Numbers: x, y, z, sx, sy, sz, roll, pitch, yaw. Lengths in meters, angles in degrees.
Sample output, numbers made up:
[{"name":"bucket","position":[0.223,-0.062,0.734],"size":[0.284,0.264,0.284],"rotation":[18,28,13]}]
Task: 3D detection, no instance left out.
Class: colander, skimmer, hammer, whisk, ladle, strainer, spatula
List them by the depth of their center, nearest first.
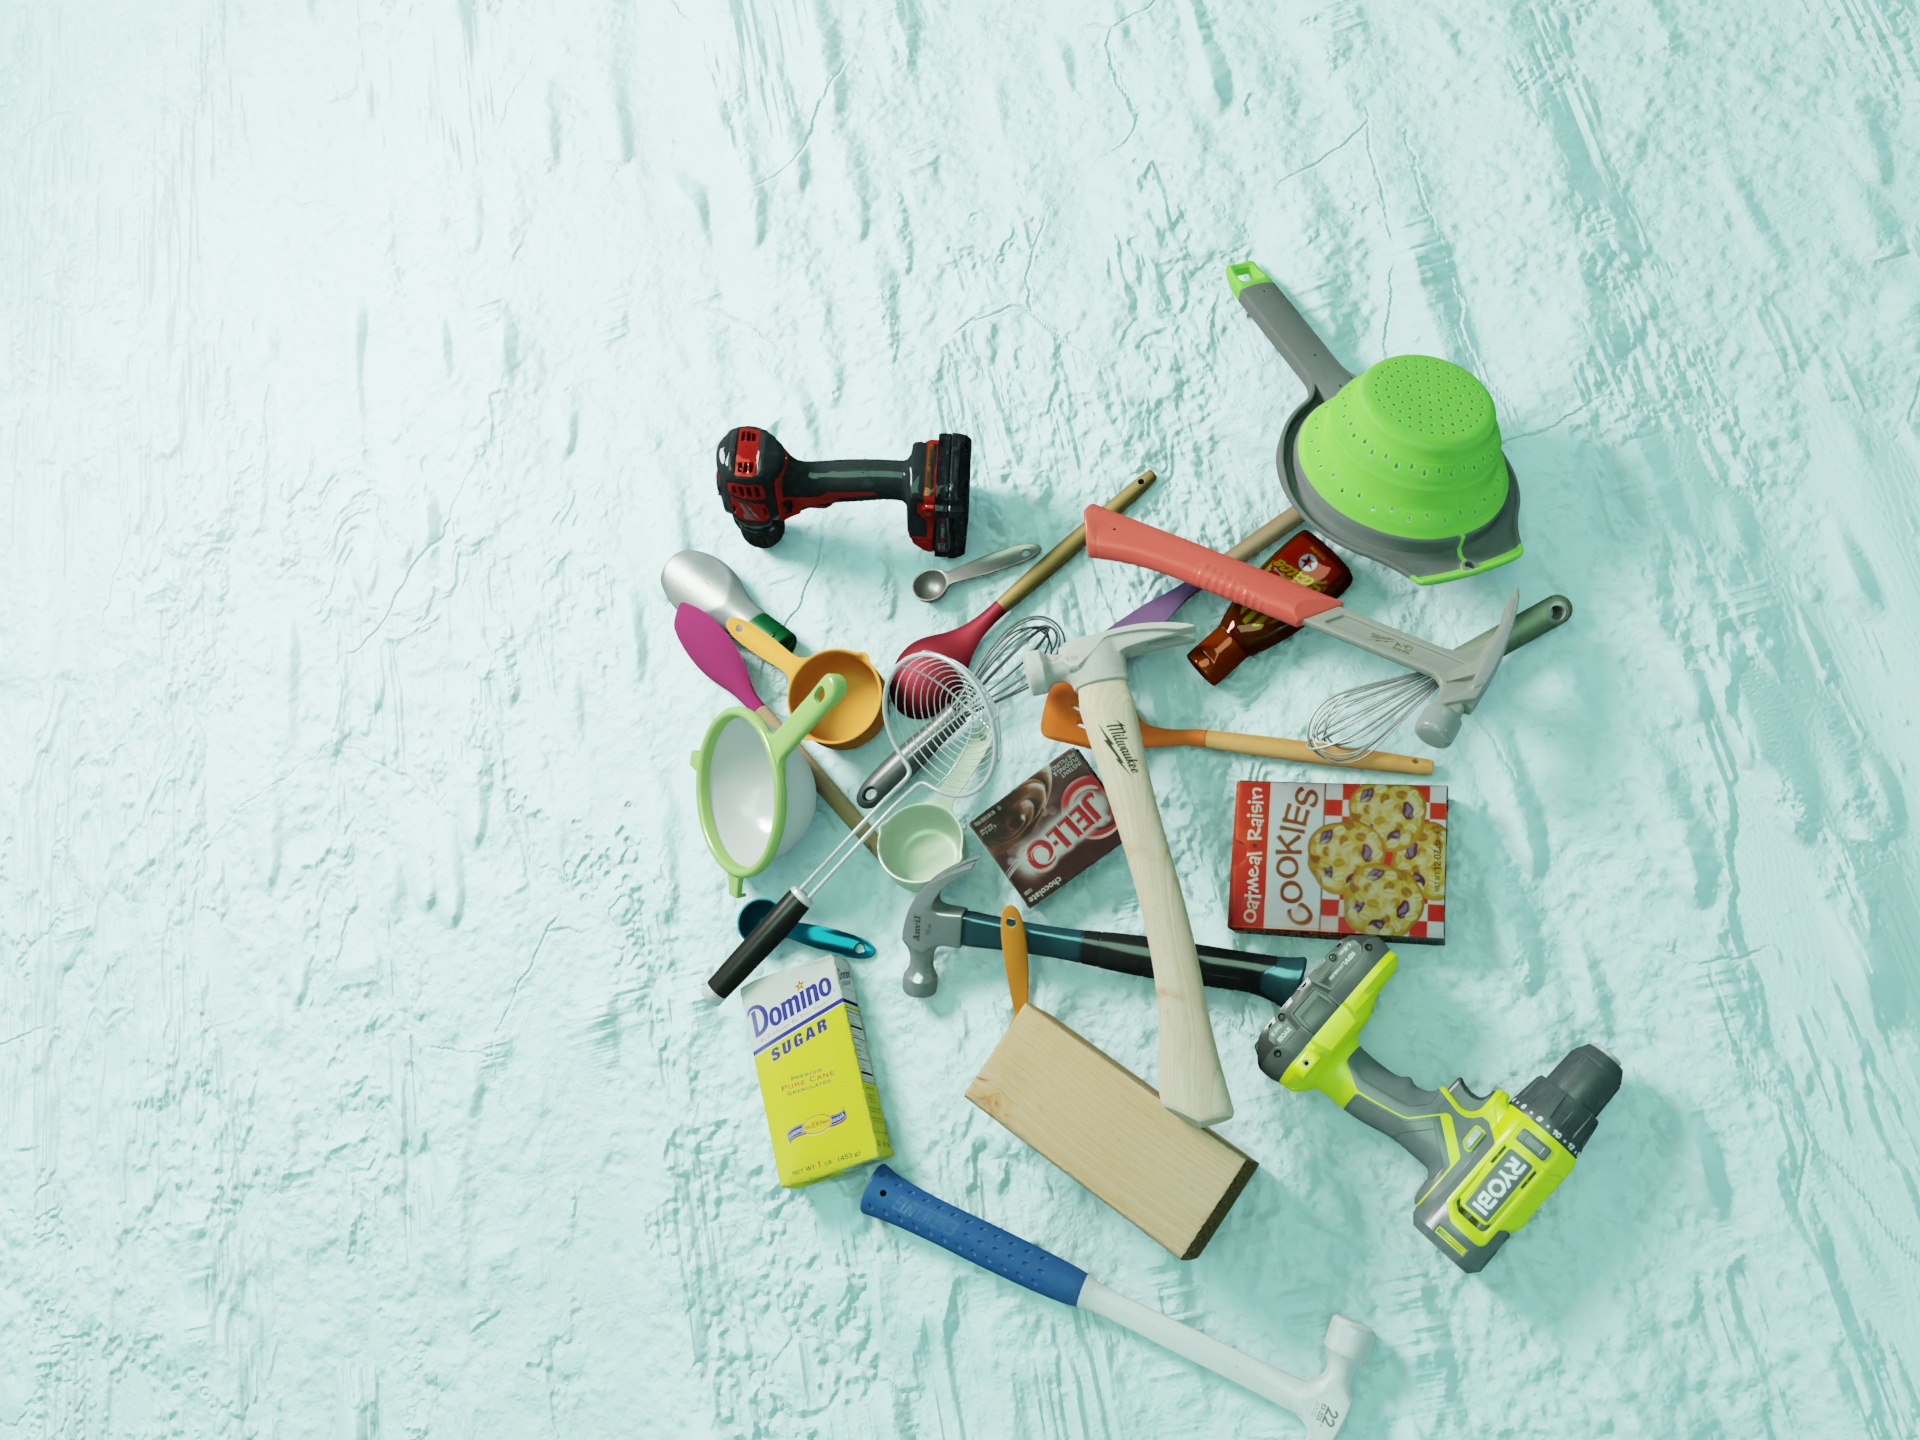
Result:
[{"name":"hammer","position":[0.102,0.454,1.236],"size":[0.406,0.035,0.144],"rotation":[19,80,22]},{"name":"hammer","position":[0.159,0.111,1.255],"size":[0.146,0.038,0.411],"rotation":[-13,65,4]},{"name":"whisk","position":[0.388,-0.037,1.289],"size":[0.246,0.059,0.058],"rotation":[-29,98,-3]},{"name":"hammer","position":[0.113,0.188,1.301],"size":[0.331,0.033,0.128],"rotation":[7,107,14]},{"name":"hammer","position":[0.264,-0.108,1.304],"size":[0.359,0.036,0.149],"rotation":[25,67,21]},{"name":"spatula","position":[0.230,0.013,1.331],"size":[0.323,0.041,0.081],"rotation":[7,52,17]},{"name":"skimmer","position":[-0.104,0.100,1.332],"size":[0.127,0.090,0.363],"rotation":[44,94,20]},{"name":"colander","position":[0.335,-0.290,1.335],"size":[0.204,0.094,0.398],"rotation":[-17,56,-17]},{"name":"strainer","position":[-0.145,0.034,1.376],"size":[0.256,0.069,0.152],"rotation":[-45,56,42]},{"name":"spatula","position":[0.232,-0.137,1.383],"size":[0.316,0.018,0.060],"rotation":[-35,24,1]},{"name":"whisk","position":[-0.002,-0.004,1.406],"size":[0.239,0.055,0.055],"rotation":[-43,66,4]},{"name":"ladle","position":[0.057,-0.118,1.435],"size":[0.315,0.031,0.069],"rotation":[-42,72,-1]}]

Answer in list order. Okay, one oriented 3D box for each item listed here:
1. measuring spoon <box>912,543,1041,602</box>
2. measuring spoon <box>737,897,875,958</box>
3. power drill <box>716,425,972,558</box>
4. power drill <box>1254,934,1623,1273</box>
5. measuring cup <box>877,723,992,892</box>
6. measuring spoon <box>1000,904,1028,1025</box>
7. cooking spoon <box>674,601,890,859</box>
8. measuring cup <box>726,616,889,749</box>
[{"name":"measuring spoon","position":[0.016,-0.135,1.461],"size":[0.124,0.018,0.034],"rotation":[-19,59,4]},{"name":"measuring spoon","position":[-0.135,0.191,1.406],"size":[0.128,0.021,0.042],"rotation":[14,73,11]},{"name":"power drill","position":[-0.106,-0.200,1.450],"size":[0.226,0.187,0.080],"rotation":[3,74,-1]},{"name":"power drill","position":[0.357,0.268,1.196],"size":[0.229,0.080,0.190],"rotation":[40,88,21]},{"name":"measuring cup","position":[-0.010,0.077,1.394],"size":[0.083,0.038,0.168],"rotation":[20,65,23]},{"name":"measuring spoon","position":[0.045,0.206,1.300],"size":[0.021,0.011,0.117],"rotation":[-2,106,16]},{"name":"cooking spoon","position":[-0.168,0.009,1.455],"size":[0.017,0.068,0.319],"rotation":[-27,66,-39]},{"name":"measuring cup","position":[-0.140,-0.040,1.448],"size":[0.174,0.052,0.095],"rotation":[35,86,18]}]
